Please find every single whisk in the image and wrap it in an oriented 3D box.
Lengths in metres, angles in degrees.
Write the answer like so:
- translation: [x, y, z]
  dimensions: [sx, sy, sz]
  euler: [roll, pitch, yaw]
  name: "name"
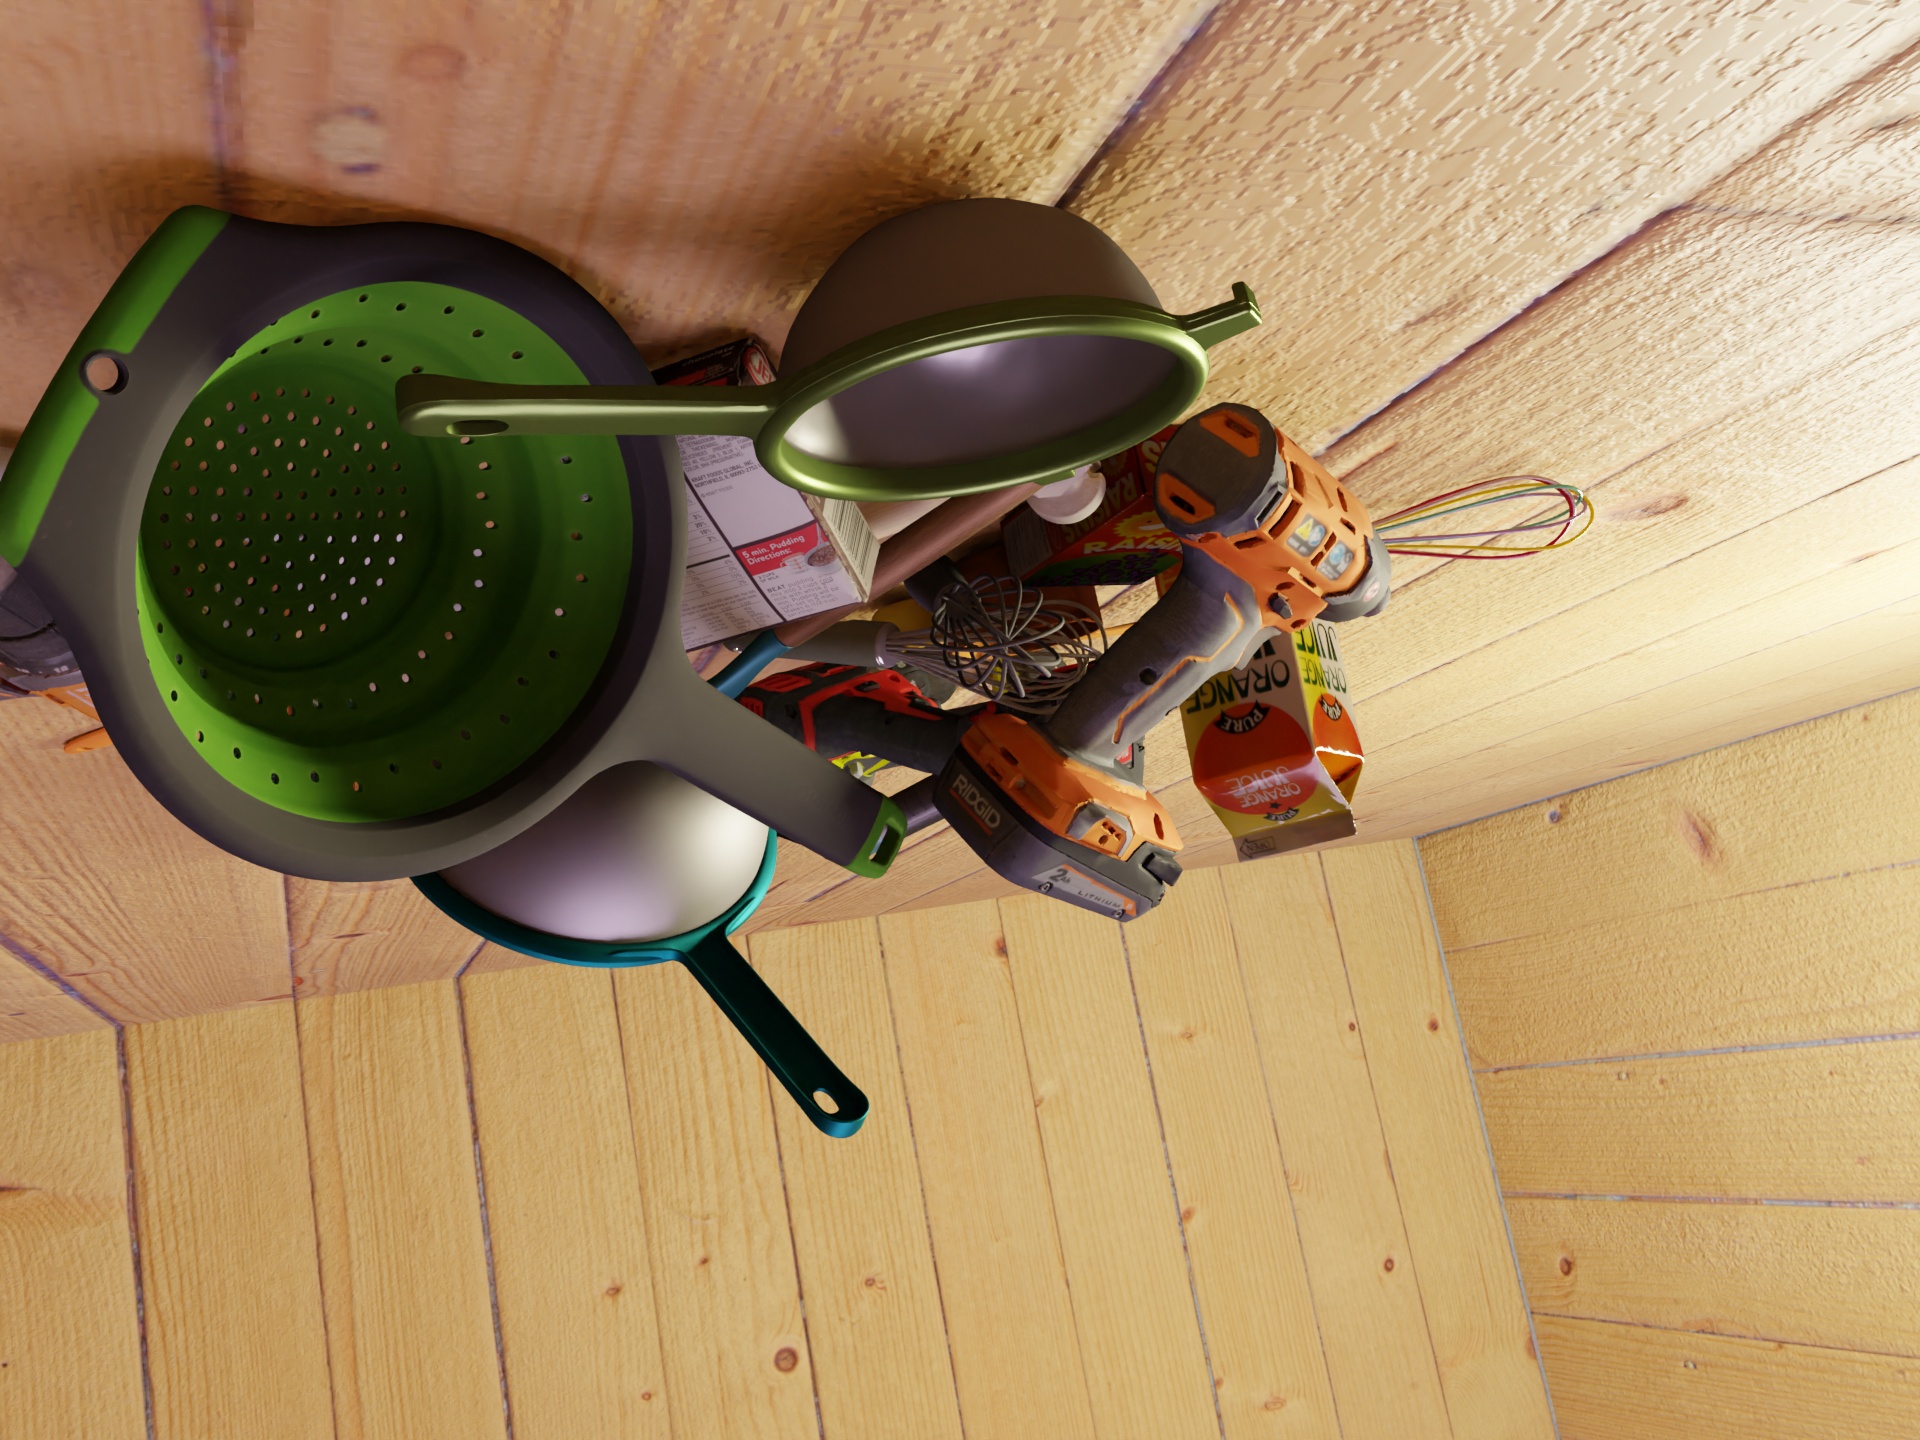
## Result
- translation: [0.244, -0.105, 0.927]
  dimensions: [0.245, 0.047, 0.051]
  euler: [-9, 170, 7]
  name: "whisk"
- translation: [-0.031, -0.040, 0.841]
  dimensions: [0.246, 0.059, 0.057]
  euler: [6, 171, 32]
  name: "whisk"
- translation: [0.001, -0.056, 0.747]
  dimensions: [0.055, 0.055, 0.239]
  euler: [-9, -164, -9]
  name: "whisk"

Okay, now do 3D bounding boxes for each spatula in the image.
- translation: [-0.063, -0.060, 0.693]
  dimensions: [0.317, 0.044, 0.082]
  euler: [-29, 161, 31]
  name: "spatula"

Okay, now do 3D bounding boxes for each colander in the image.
- translation: [-0.155, -0.027, 0.579]
  dimensions: [0.095, 0.204, 0.396]
  euler: [19, 169, 38]
  name: "colander"

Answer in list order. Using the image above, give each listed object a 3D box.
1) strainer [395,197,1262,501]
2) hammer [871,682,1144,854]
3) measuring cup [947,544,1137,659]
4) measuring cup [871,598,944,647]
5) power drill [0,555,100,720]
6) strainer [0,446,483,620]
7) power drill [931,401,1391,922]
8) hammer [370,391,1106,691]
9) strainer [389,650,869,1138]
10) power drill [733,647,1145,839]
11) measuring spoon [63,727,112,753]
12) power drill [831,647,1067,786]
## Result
- translation: [-0.046, -0.123, 0.505]
  dimensions: [0.256, 0.069, 0.151]
  euler: [-5, 170, -22]
  name: "strainer"
- translation: [0.055, 0.014, 1.050]
  dimensions: [0.331, 0.033, 0.128]
  euler: [-27, 128, 19]
  name: "hammer"
- translation: [0.062, -0.072, 0.905]
  dimensions: [0.173, 0.052, 0.095]
  euler: [-8, 174, -42]
  name: "measuring cup"
- translation: [0.013, -0.068, 0.961]
  dimensions: [0.156, 0.029, 0.062]
  euler: [-17, -177, -37]
  name: "measuring cup"
- translation: [-0.435, -0.023, 0.624]
  dimensions: [0.226, 0.084, 0.185]
  euler: [-13, 169, -9]
  name: "power drill"
- translation: [-0.279, -0.076, 0.603]
  dimensions: [0.087, 0.050, 0.258]
  euler: [-27, 155, 34]
  name: "strainer"
- translation: [0.107, -0.019, 0.743]
  dimensions: [0.164, 0.084, 0.226]
  euler: [24, 105, -46]
  name: "power drill"
- translation: [-0.143, -0.064, 0.712]
  dimensions: [0.410, 0.038, 0.146]
  euler: [-18, 166, 13]
  name: "hammer"
- translation: [-0.147, 0.061, 0.808]
  dimensions: [0.211, 0.341, 0.095]
  euler: [-18, 142, -43]
  name: "strainer"
- translation: [-0.002, -0.003, 0.945]
  dimensions: [0.227, 0.080, 0.188]
  euler: [8, -161, 37]
  name: "power drill"
- translation: [-0.466, 0.007, 0.902]
  dimensions: [0.117, 0.011, 0.021]
  euler: [-15, 168, 21]
  name: "measuring spoon"
- translation: [-0.036, 0.008, 1.142]
  dimensions: [0.228, 0.080, 0.190]
  euler: [-10, 169, 10]
  name: "power drill"
